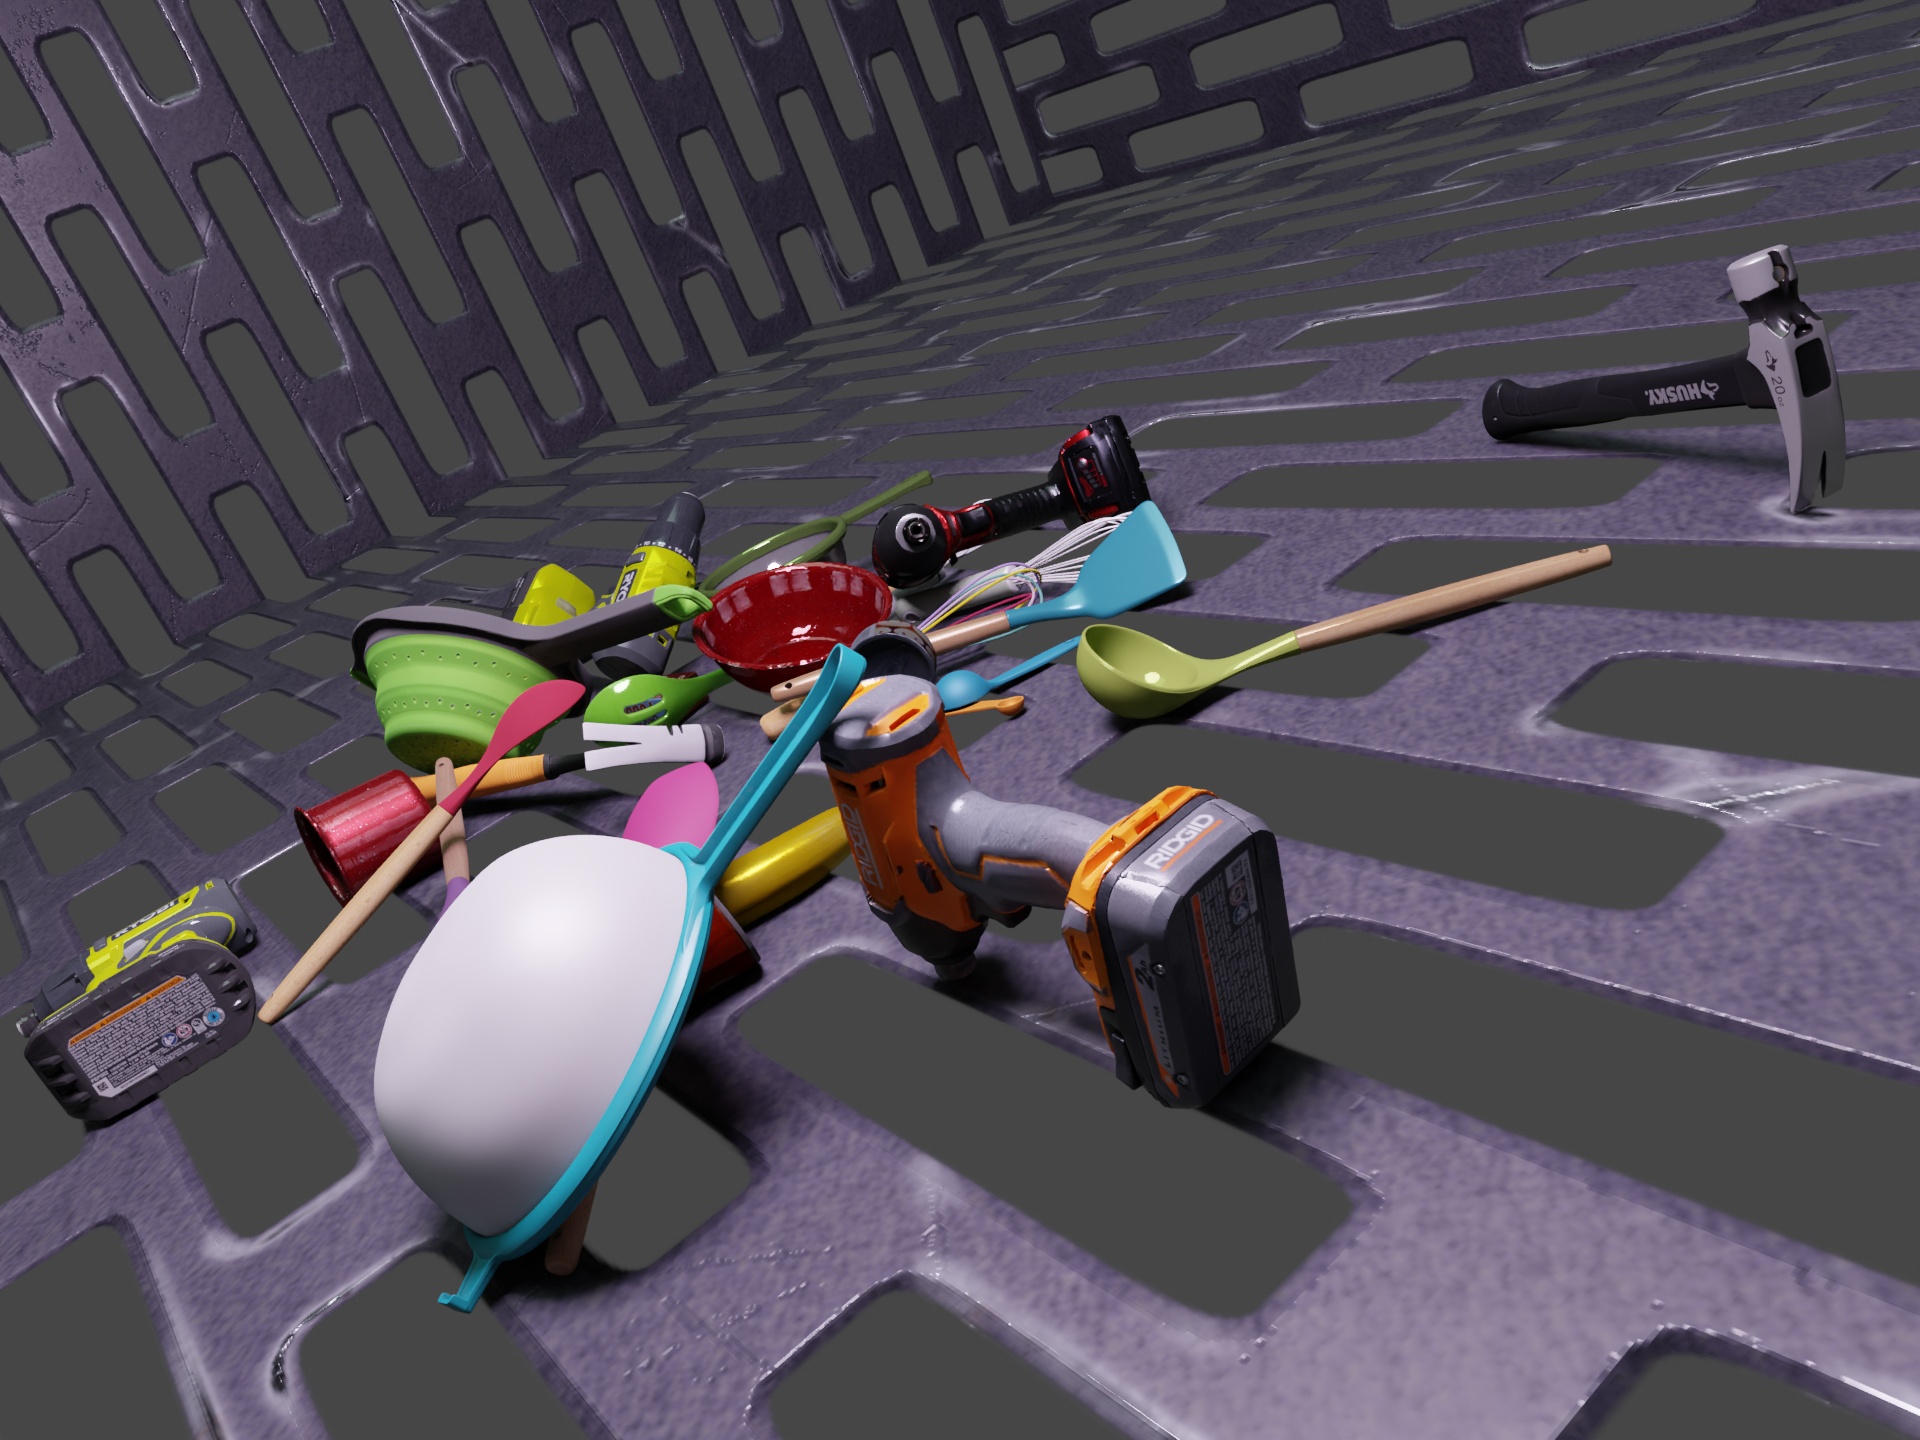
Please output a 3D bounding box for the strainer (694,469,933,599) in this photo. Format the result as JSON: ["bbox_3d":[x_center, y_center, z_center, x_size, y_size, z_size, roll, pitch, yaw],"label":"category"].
[{"bbox_3d":[-0.120,-0.150,1.480,0.256,0.069,0.151,-33,20,-23],"label":"strainer"}]

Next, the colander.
[{"bbox_3d":[-0.359,-0.025,1.311,0.397,0.204,0.095,-14,57,35],"label":"colander"}]

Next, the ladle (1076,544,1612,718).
[{"bbox_3d":[0.227,-0.065,0.961,0.320,0.062,0.078,-16,25,11],"label":"ladle"}]

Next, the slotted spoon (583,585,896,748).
[{"bbox_3d":[-0.169,-0.053,1.335,0.314,0.070,0.031,-28,41,-28],"label":"slotted spoon"}]

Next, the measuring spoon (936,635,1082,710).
[{"bbox_3d":[0.034,-0.041,1.127,0.128,0.021,0.042,-26,14,-20],"label":"measuring spoon"}]

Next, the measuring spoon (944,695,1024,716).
[{"bbox_3d":[-0.002,-0.004,1.106,0.117,0.011,0.021,-8,17,41],"label":"measuring spoon"}]

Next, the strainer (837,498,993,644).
[{"bbox_3d":[-0.018,-0.136,1.391,0.258,0.050,0.087,-41,12,-31],"label":"strainer"}]

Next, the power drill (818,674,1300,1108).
[{"bbox_3d":[0.035,0.080,0.705,0.084,0.164,0.227,-36,37,-30],"label":"power drill"}]

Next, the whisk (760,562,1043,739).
[{"bbox_3d":[-0.041,-0.049,1.218,0.245,0.051,0.047,-30,1,-6],"label":"whisk"}]

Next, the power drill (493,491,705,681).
[{"bbox_3d":[-0.333,-0.111,1.487,0.228,0.080,0.191,-13,52,40],"label":"power drill"}]

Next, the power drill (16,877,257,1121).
[{"bbox_3d":[-0.586,0.196,1.130,0.171,0.080,0.223,-33,20,-21],"label":"power drill"}]

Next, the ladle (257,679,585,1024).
[{"bbox_3d":[-0.381,0.085,1.124,0.315,0.031,0.069,-52,26,-16],"label":"ladle"}]

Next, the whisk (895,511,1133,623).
[{"bbox_3d":[0.049,-0.116,1.270,0.246,0.057,0.059,-14,53,32],"label":"whisk"}]

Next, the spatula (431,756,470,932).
[{"bbox_3d":[-0.357,0.103,1.133,0.060,0.018,0.316,-23,32,-10],"label":"spatula"}]

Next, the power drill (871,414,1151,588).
[{"bbox_3d":[0.034,-0.169,1.291,0.219,0.078,0.143,-20,-1,-6],"label":"power drill"}]

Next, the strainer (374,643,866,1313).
[{"bbox_3d":[-0.173,0.085,0.725,0.340,0.095,0.211,-53,23,16],"label":"strainer"}]

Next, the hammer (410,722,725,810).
[{"bbox_3d":[-0.346,0.041,1.258,0.337,0.034,0.127,-11,-6,37],"label":"hammer"}]

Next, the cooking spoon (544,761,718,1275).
[{"bbox_3d":[-0.171,0.134,0.815,0.069,0.017,0.319,-21,38,20],"label":"cooking spoon"}]

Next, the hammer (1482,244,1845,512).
[{"bbox_3d":[0.436,-0.205,1.029,0.035,0.146,0.335,-25,10,-7],"label":"hammer"}]

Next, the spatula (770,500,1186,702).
[{"bbox_3d":[0.008,-0.074,1.178,0.317,0.044,0.082,-18,56,0],"label":"spatula"}]
